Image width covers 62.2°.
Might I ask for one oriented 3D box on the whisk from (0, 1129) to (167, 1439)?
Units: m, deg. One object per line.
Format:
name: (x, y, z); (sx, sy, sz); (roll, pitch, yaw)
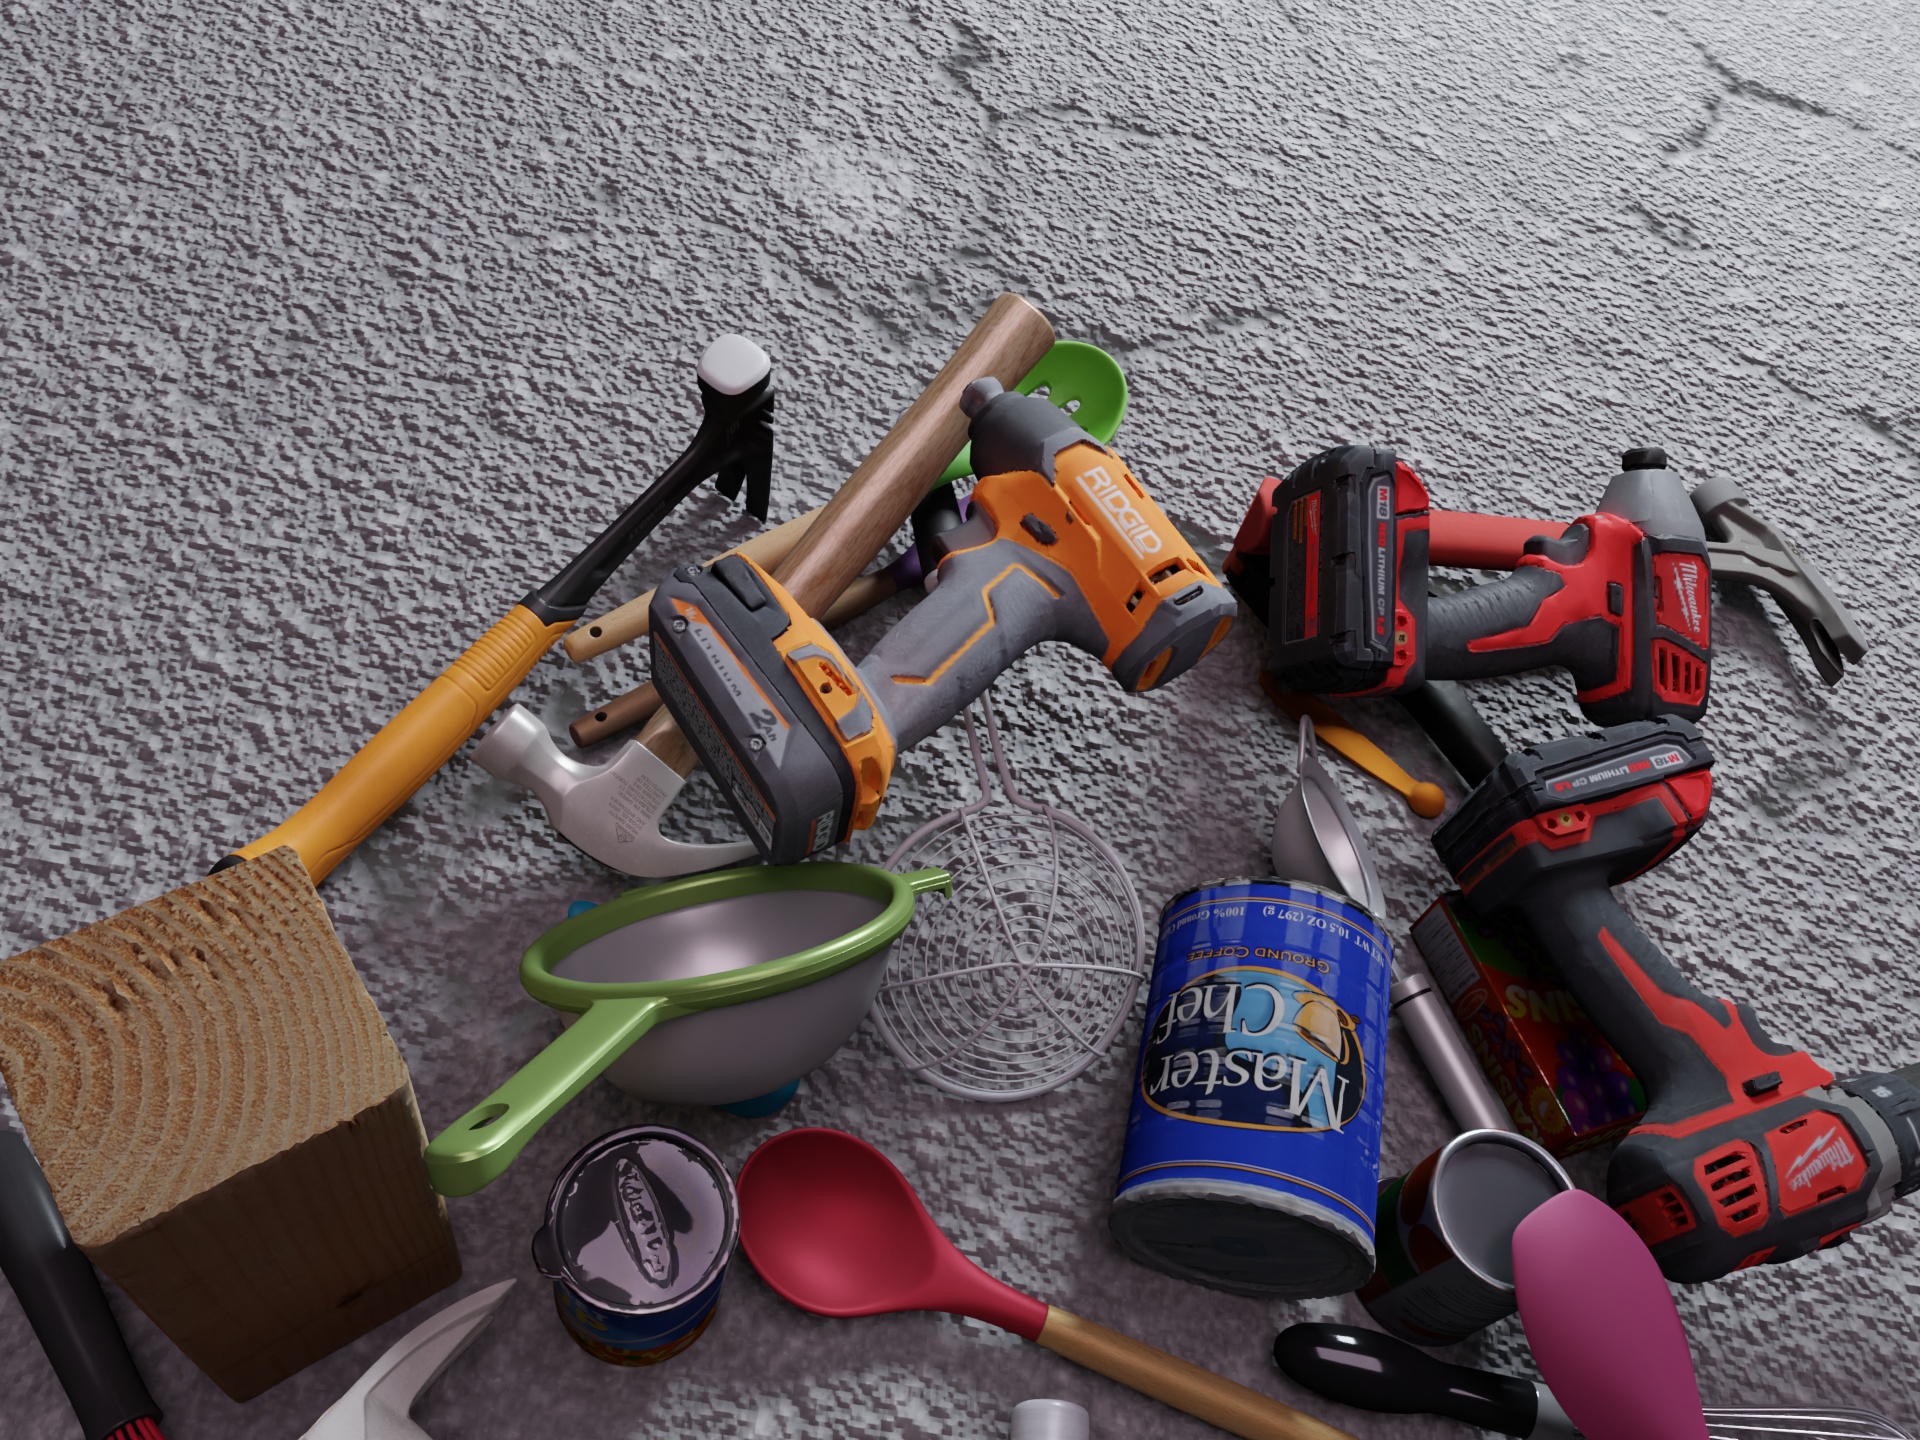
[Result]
whisk: (-0.268, 0.253, 0.525); (0.073, 0.073, 0.296); (-29, 62, -28)

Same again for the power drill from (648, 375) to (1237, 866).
power drill: (-0.015, -0.054, 0.677); (0.226, 0.084, 0.164); (-28, 70, -21)

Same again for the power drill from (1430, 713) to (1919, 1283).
power drill: (0.332, 0.114, 0.697); (0.188, 0.080, 0.227); (-11, 62, -20)

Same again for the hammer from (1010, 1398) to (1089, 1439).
hammer: (0.175, 0.340, 0.582); (0.331, 0.033, 0.128); (11, 54, -6)

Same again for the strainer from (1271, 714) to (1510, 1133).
strainer: (0.200, 0.118, 0.733); (0.086, 0.050, 0.259); (16, 44, -59)

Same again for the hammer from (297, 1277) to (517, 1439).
hammer: (-0.042, 0.348, 0.507); (0.410, 0.038, 0.146); (37, 23, 5)

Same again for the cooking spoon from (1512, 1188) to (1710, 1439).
cooking spoon: (0.294, 0.322, 0.575); (0.069, 0.017, 0.319); (-24, 80, -24)

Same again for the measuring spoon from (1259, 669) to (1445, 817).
measuring spoon: (0.203, 0.009, 0.823); (0.117, 0.011, 0.021); (40, 57, 14)

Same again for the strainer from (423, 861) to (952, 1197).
strainer: (-0.102, 0.119, 0.563); (0.151, 0.069, 0.256); (-5, 12, 18)

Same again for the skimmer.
skimmer: (-0.001, -0.002, 0.762); (0.127, 0.090, 0.364); (-2, 50, -12)

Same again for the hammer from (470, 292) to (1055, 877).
hammer: (-0.063, -0.068, 0.728); (0.130, 0.031, 0.331); (42, 75, -15)

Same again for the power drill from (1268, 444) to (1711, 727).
power drill: (0.269, -0.072, 0.785); (0.219, 0.078, 0.143); (4, 86, -14)

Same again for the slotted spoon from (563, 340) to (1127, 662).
slotted spoon: (-0.049, -0.104, 0.768); (0.314, 0.031, 0.070); (-30, 74, -21)

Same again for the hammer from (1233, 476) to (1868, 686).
hammer: (0.318, -0.089, 0.869); (0.359, 0.036, 0.149); (2, 47, -19)

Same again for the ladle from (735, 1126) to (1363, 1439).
ladle: (0.056, 0.245, 0.623); (0.315, 0.031, 0.069); (24, 57, 1)

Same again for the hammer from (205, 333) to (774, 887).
hammer: (-0.201, -0.032, 0.721); (0.034, 0.127, 0.337); (36, 66, 10)

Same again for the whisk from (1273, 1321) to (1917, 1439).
whisk: (0.263, 0.284, 0.630); (0.284, 0.070, 0.070); (13, 55, 2)

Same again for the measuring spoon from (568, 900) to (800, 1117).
measuring spoon: (-0.119, 0.115, 0.671); (0.129, 0.021, 0.042); (39, 57, 13)

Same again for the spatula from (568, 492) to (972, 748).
spatula: (-0.056, -0.059, 0.806); (0.316, 0.018, 0.060); (-29, 69, -29)
